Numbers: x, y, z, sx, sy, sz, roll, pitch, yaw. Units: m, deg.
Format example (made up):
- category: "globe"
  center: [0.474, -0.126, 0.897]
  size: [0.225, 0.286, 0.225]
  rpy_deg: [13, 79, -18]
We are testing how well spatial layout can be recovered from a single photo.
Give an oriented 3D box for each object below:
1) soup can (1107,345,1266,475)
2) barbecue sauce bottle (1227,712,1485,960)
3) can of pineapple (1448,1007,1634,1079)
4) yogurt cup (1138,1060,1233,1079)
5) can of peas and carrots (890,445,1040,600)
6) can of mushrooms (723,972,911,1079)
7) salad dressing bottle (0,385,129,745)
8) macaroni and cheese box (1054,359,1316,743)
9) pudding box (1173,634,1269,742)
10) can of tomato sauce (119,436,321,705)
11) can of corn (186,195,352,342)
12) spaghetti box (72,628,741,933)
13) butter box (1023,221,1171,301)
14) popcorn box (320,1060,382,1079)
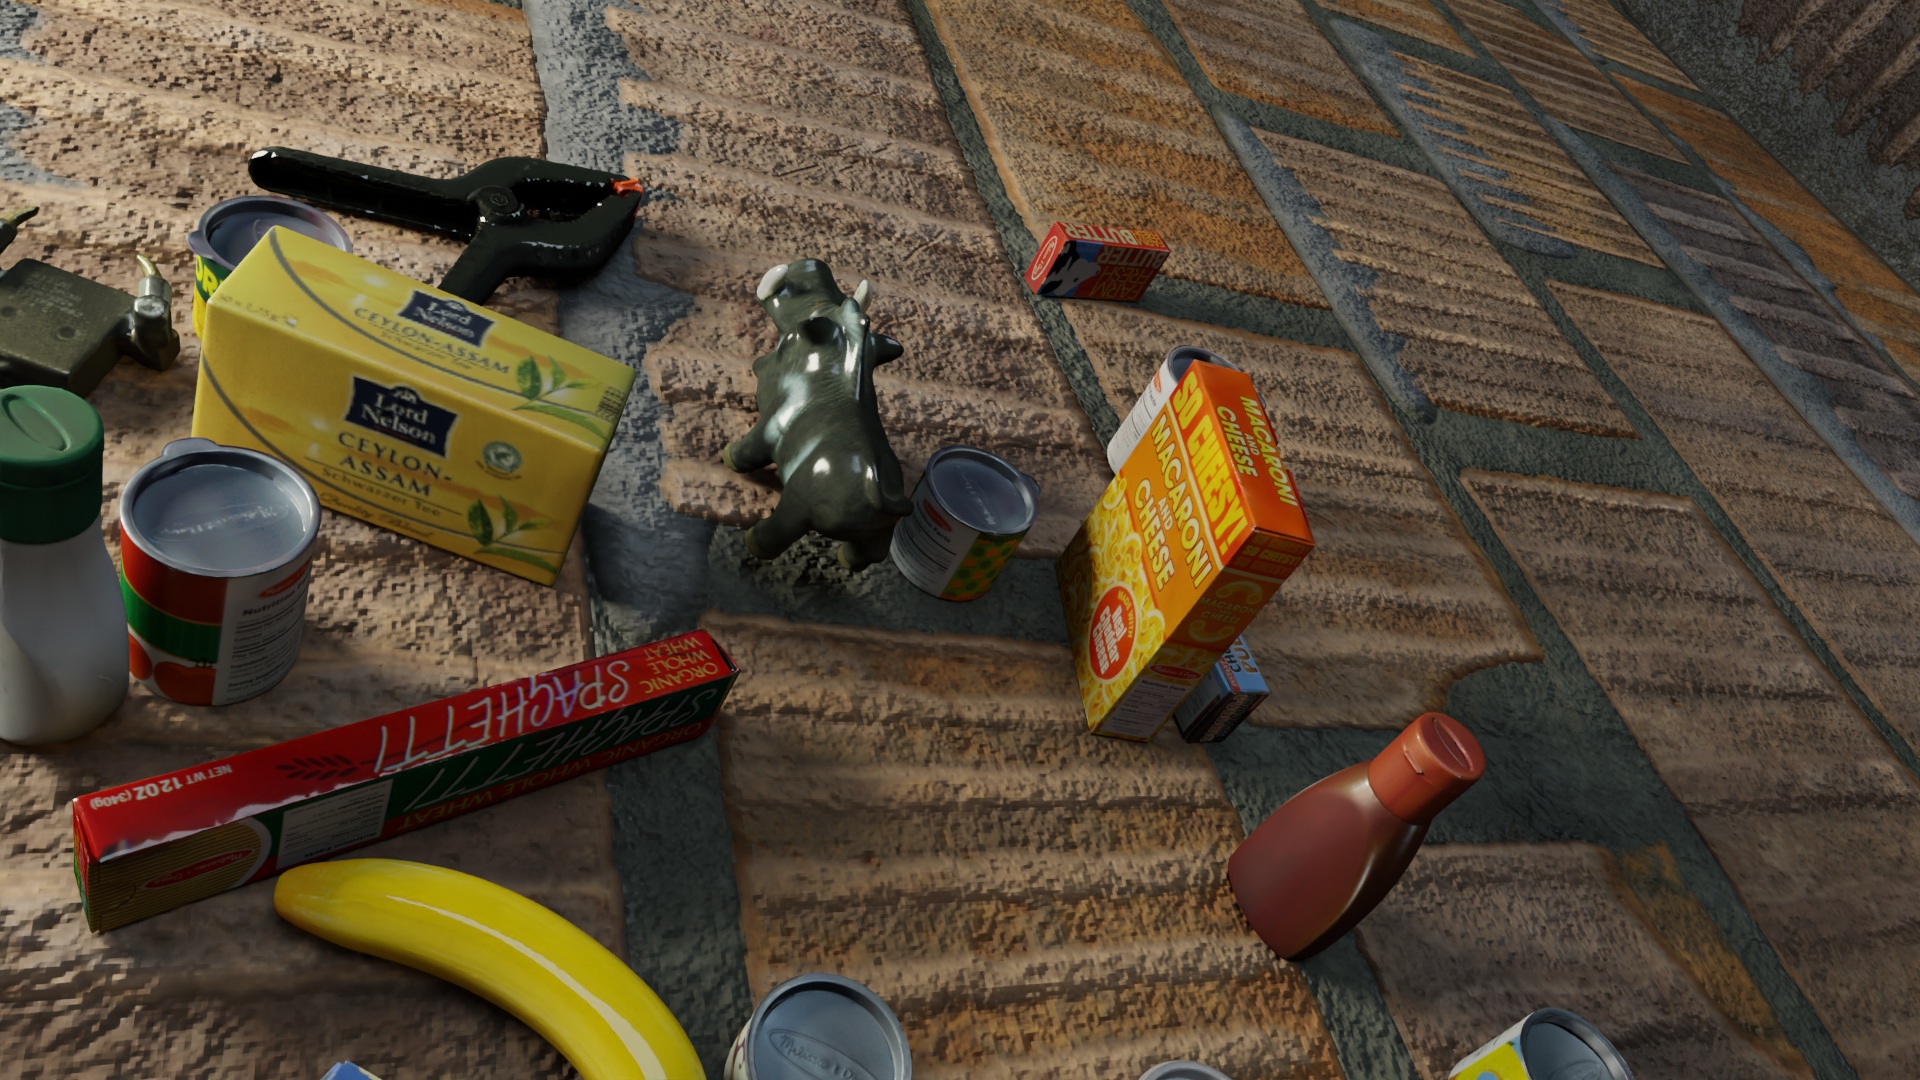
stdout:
- category: "soup can"
  center: [0.145, -0.072, 0.899]
  size: [0.071, 0.083, 0.072]
  rpy_deg: [17, 42, -16]
- category: "barbecue sauce bottle"
  center: [0.187, 0.138, 0.659]
  size: [0.044, 0.147, 0.065]
  rpy_deg: [-3, 51, -34]
- category: "can of pineapple"
  center: [0.274, 0.265, 0.653]
  size: [0.071, 0.057, 0.071]
  rpy_deg: [17, 42, -16]
- category: "yogurt cup"
  center: [0.085, 0.251, 0.554]
  size: [0.072, 0.053, 0.073]
  rpy_deg: [17, 42, -16]
- category: "can of peas and carrots"
  center: [0.003, -0.010, 0.766]
  size: [0.071, 0.058, 0.071]
  rpy_deg: [17, 42, -16]
- category: "can of mushrooms"
  center: [-0.056, 0.205, 0.529]
  size: [0.071, 0.033, 0.071]
  rpy_deg: [17, 42, -16]
- category: "salad dressing bottle"
  center: [-0.316, 0.012, 0.477]
  size: [0.064, 0.146, 0.044]
  rpy_deg: [40, 41, 10]
- category: "macaroni and cheese box"
  center: [0.111, 0.008, 0.732]
  size: [0.040, 0.165, 0.124]
  rpy_deg: [12, 43, -22]
- category: "pudding box"
  center: [0.133, 0.065, 0.778]
  size: [0.030, 0.049, 0.084]
  rpy_deg: [4, 47, -29]
- category: "can of tomato sauce"
  center: [-0.291, 0.013, 0.541]
  size: [0.071, 0.082, 0.071]
  rpy_deg: [17, 42, -16]
- category: "can of corn"
  center: [-0.336, -0.123, 0.673]
  size: [0.071, 0.058, 0.071]
  rpy_deg: [17, 42, -16]
- category: "spaghetti box"
  center: [-0.203, 0.087, 0.546]
  size: [0.251, 0.050, 0.029]
  rpy_deg: [-15, 58, -41]
- category: "butter box"
  center: [0.102, -0.207, 1.034]
  size: [0.104, 0.052, 0.024]
  rpy_deg: [-3, 51, -34]
- category: "popcorn box"
  center: [-0.149, 0.218, 0.418]
  size: [0.127, 0.084, 0.038]
  rpy_deg: [31, 40, -1]
